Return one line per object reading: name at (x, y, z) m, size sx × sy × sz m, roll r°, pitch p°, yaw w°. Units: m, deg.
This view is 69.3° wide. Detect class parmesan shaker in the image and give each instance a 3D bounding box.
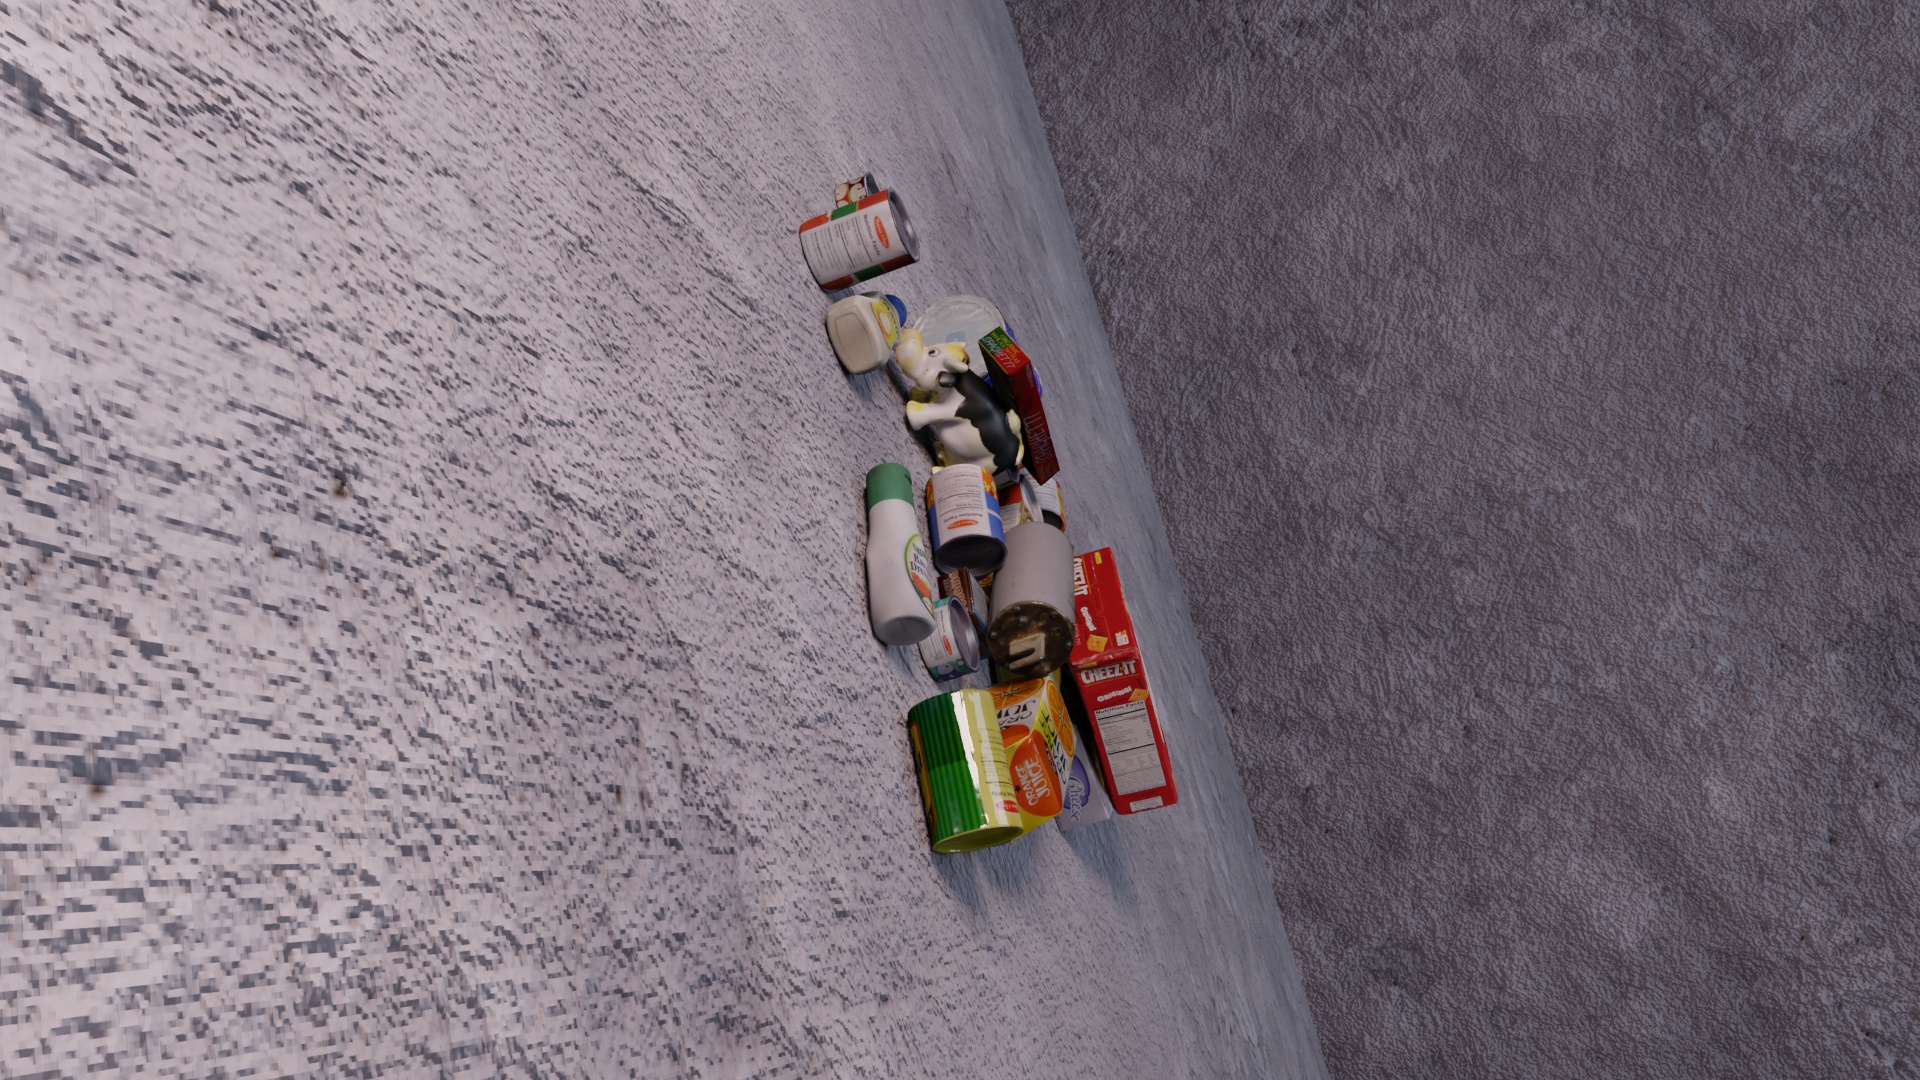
parmesan shaker at (0.003, 0.168, 1.006) m, size 0.071 × 0.071 × 0.103 m, roll 45°, pitch 29°, yaw -62°

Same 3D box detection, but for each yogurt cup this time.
yogurt cup at (0.054, -0.032, 1.497) m, size 0.072 × 0.054 × 0.072 m, roll -20°, pitch 91°, yaw -77°

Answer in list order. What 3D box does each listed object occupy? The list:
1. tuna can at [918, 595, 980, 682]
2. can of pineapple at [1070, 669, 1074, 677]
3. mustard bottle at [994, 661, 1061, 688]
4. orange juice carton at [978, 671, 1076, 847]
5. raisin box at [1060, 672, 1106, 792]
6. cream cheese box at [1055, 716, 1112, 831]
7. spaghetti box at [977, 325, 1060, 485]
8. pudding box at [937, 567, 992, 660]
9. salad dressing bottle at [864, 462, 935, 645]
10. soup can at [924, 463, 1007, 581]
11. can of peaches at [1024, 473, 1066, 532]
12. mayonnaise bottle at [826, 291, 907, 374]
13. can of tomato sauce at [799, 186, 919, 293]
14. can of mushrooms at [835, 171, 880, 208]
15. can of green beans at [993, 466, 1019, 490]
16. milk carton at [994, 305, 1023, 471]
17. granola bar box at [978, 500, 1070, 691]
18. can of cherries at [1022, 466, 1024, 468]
tuna can at (-0.010, 0.081, 1.139) m, size 0.071 × 0.033 × 0.071 m, roll -20°, pitch 91°, yaw -76°
can of pineapple at (0.134, 0.137, 1.565) m, size 0.058 × 0.071 × 0.071 m, roll -20°, pitch 91°, yaw -76°
mustard bottle at (0.064, 0.132, 1.309) m, size 0.048 × 0.065 × 0.161 m, roll 66°, pitch 18°, yaw -48°
orange juice carton at (0.043, 0.177, 1.137) m, size 0.193 × 0.073 × 0.071 m, roll -57°, pitch 128°, yaw -72°
raisin box at (0.116, 0.210, 1.457) m, size 0.124 × 0.040 × 0.085 m, roll -96°, pitch 162°, yaw -47°
cream cheese box at (0.107, 0.229, 1.363) m, size 0.024 × 0.053 × 0.103 m, roll -44°, pitch 114°, yaw -74°
spaghetti box at (0.061, -0.128, 1.382) m, size 0.050 × 0.029 × 0.249 m, roll 52°, pitch -5°, yaw 24°
pudding box at (0.010, 0.067, 1.244) m, size 0.083 × 0.030 × 0.050 m, roll 54°, pitch 21°, yaw -52°
salad dressing bottle at (-0.049, 0.007, 1.058) m, size 0.064 × 0.044 × 0.148 m, roll 57°, pitch 20°, yaw -51°
soup can at (0.004, -0.016, 1.257) m, size 0.071 × 0.071 × 0.084 m, roll 56°, pitch 20°, yaw -49°
can of peaches at (0.086, -0.033, 1.605) m, size 0.058 × 0.071 × 0.071 m, roll -95°, pitch 162°, yaw -44°
mayonnaise bottle at (-0.077, -0.188, 1.210) m, size 0.148 × 0.041 × 0.064 m, roll -64°, pitch 132°, yaw -70°
can of tomato sauce at (-0.085, -0.254, 1.179) m, size 0.071 × 0.083 × 0.071 m, roll -20°, pitch 91°, yaw -77°
can of mushrooms at (-0.093, -0.319, 1.339) m, size 0.071 × 0.033 × 0.071 m, roll -20°, pitch 91°, yaw -76°
can of green beans at (0.022, -0.080, 1.425) m, size 0.071 × 0.058 × 0.071 m, roll -20°, pitch 91°, yaw -77°
milk carton at (0.036, -0.158, 1.550) m, size 0.072 × 0.073 × 0.191 m, roll 45°, pitch 30°, yaw -62°
granola bar box at (0.073, 0.060, 1.448) m, size 0.125 × 0.039 × 0.165 m, roll -79°, pitch 148°, yaw -49°
can of cherries at (0.069, -0.116, 1.658) m, size 0.071 × 0.058 × 0.071 m, roll -20°, pitch 91°, yaw -78°
